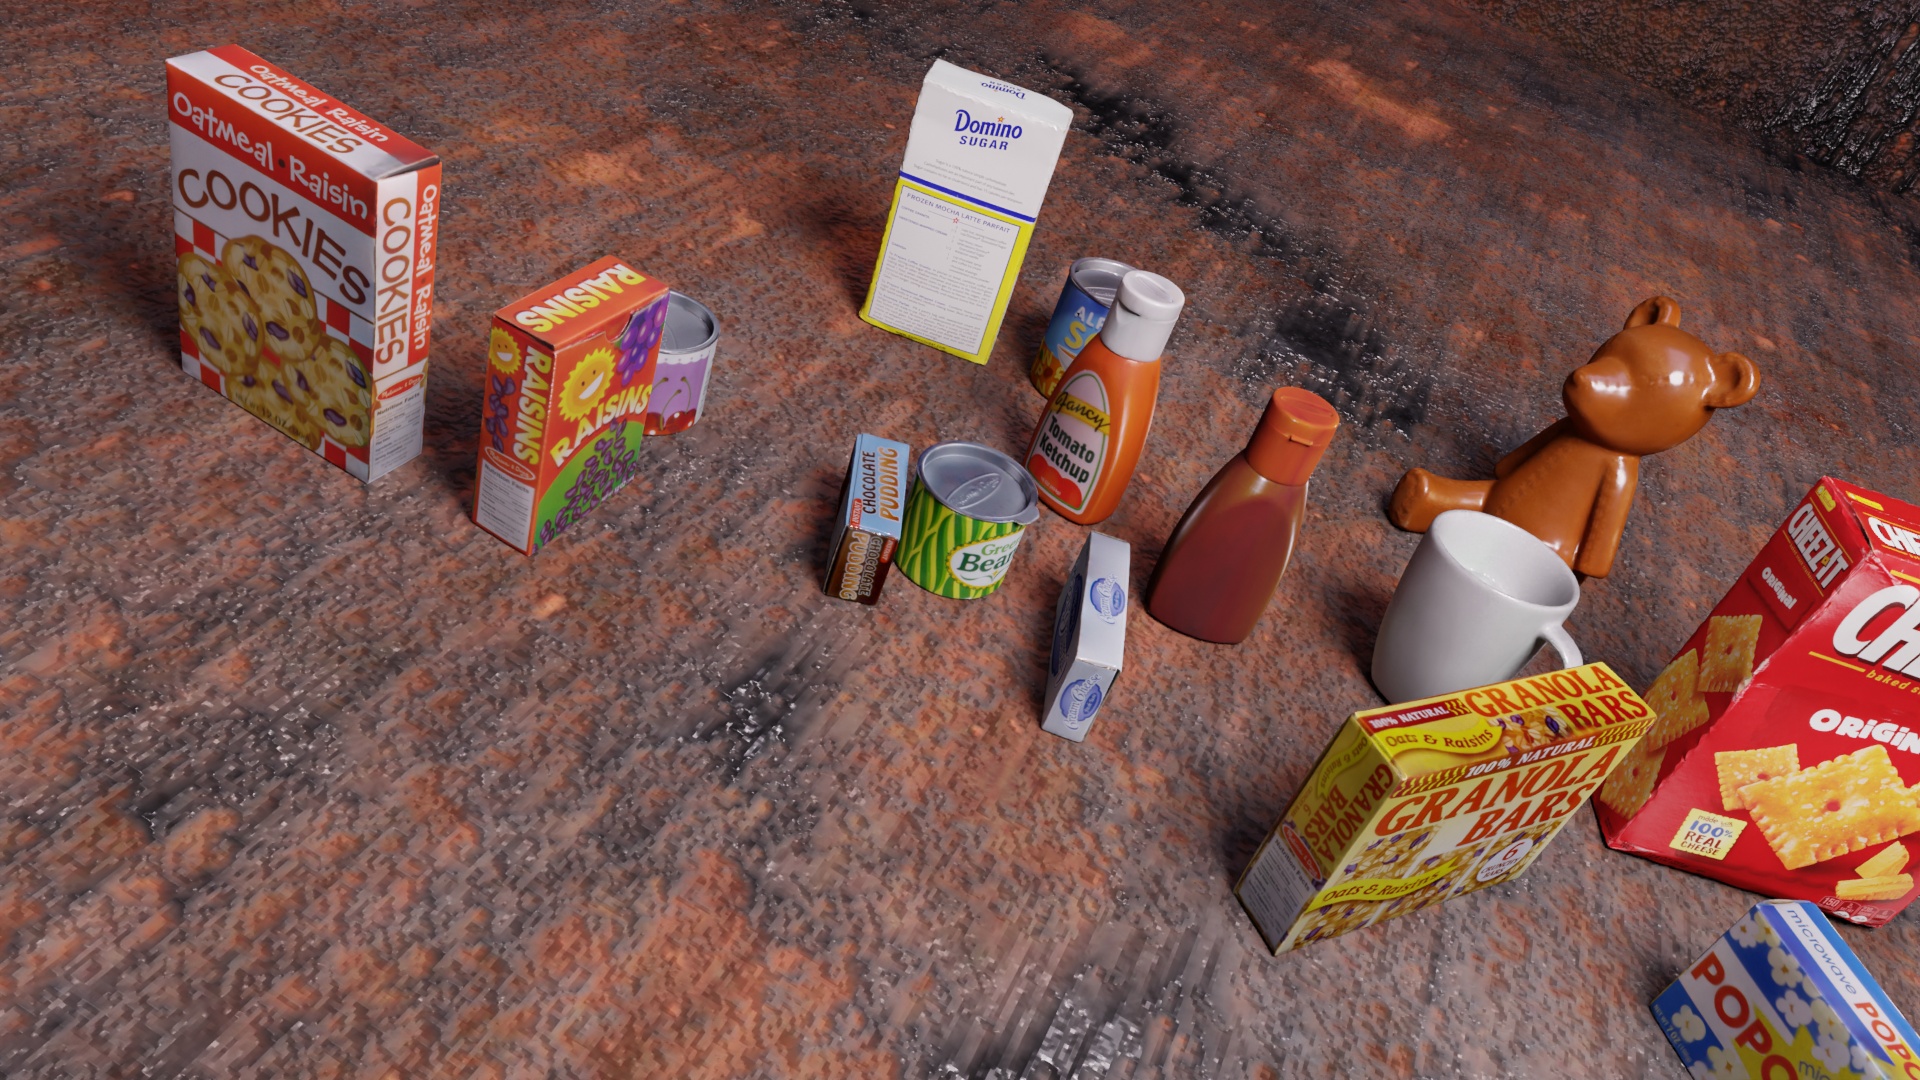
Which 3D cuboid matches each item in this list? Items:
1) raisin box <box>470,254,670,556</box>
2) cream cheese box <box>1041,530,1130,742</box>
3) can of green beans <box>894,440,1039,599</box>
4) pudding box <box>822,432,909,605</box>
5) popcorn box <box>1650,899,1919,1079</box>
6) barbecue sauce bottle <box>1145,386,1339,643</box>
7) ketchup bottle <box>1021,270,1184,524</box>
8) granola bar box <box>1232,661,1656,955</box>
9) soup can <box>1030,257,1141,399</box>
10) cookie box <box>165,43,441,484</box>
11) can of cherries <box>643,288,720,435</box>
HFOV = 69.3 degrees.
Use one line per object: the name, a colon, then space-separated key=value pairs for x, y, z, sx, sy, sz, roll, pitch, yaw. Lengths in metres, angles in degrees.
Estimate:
raisin box: x=-0.188 y=-0.065 z=0.666 sx=0.040 sy=0.122 sz=0.086 roll=29 pitch=38 yaw=11
cream cheese box: x=0.064 y=0.047 z=0.704 sx=0.024 sy=0.053 sz=0.104 roll=18 pitch=37 yaw=-4
can of green beans: x=0.001 y=-0.011 z=0.743 sx=0.071 sy=0.057 sz=0.071 roll=13 pitch=38 yaw=-10
pudding box: x=-0.049 y=-0.013 z=0.728 sx=0.030 sy=0.049 sz=0.084 roll=14 pitch=37 yaw=-9
popcorn box: x=0.366 y=0.231 z=0.593 sx=0.038 sy=0.084 sz=0.127 roll=4 pitch=40 yaw=-21
barbecue sauce bottle: x=0.153 y=-0.012 z=0.742 sx=0.065 sy=0.147 sz=0.044 roll=18 pitch=37 yaw=-4
ketchup bottle: x=0.084 y=-0.082 z=0.796 sx=0.044 sy=0.148 sz=0.065 roll=-20 pitch=53 yaw=-41
granola bar box: x=0.218 y=0.119 z=0.630 sx=0.166 sy=0.123 sz=0.039 roll=-6 pitch=44 yaw=-31
soup can: x=0.090 y=-0.132 z=0.915 sx=0.071 sy=0.083 sz=0.072 roll=13 pitch=38 yaw=-10
cookie box: x=-0.307 y=-0.127 z=0.650 sx=0.123 sy=0.166 sz=0.040 roll=30 pitch=38 yaw=11
can of cherries: x=-0.174 y=-0.100 z=0.770 sx=0.071 sy=0.058 sz=0.072 roll=13 pitch=38 yaw=-10
